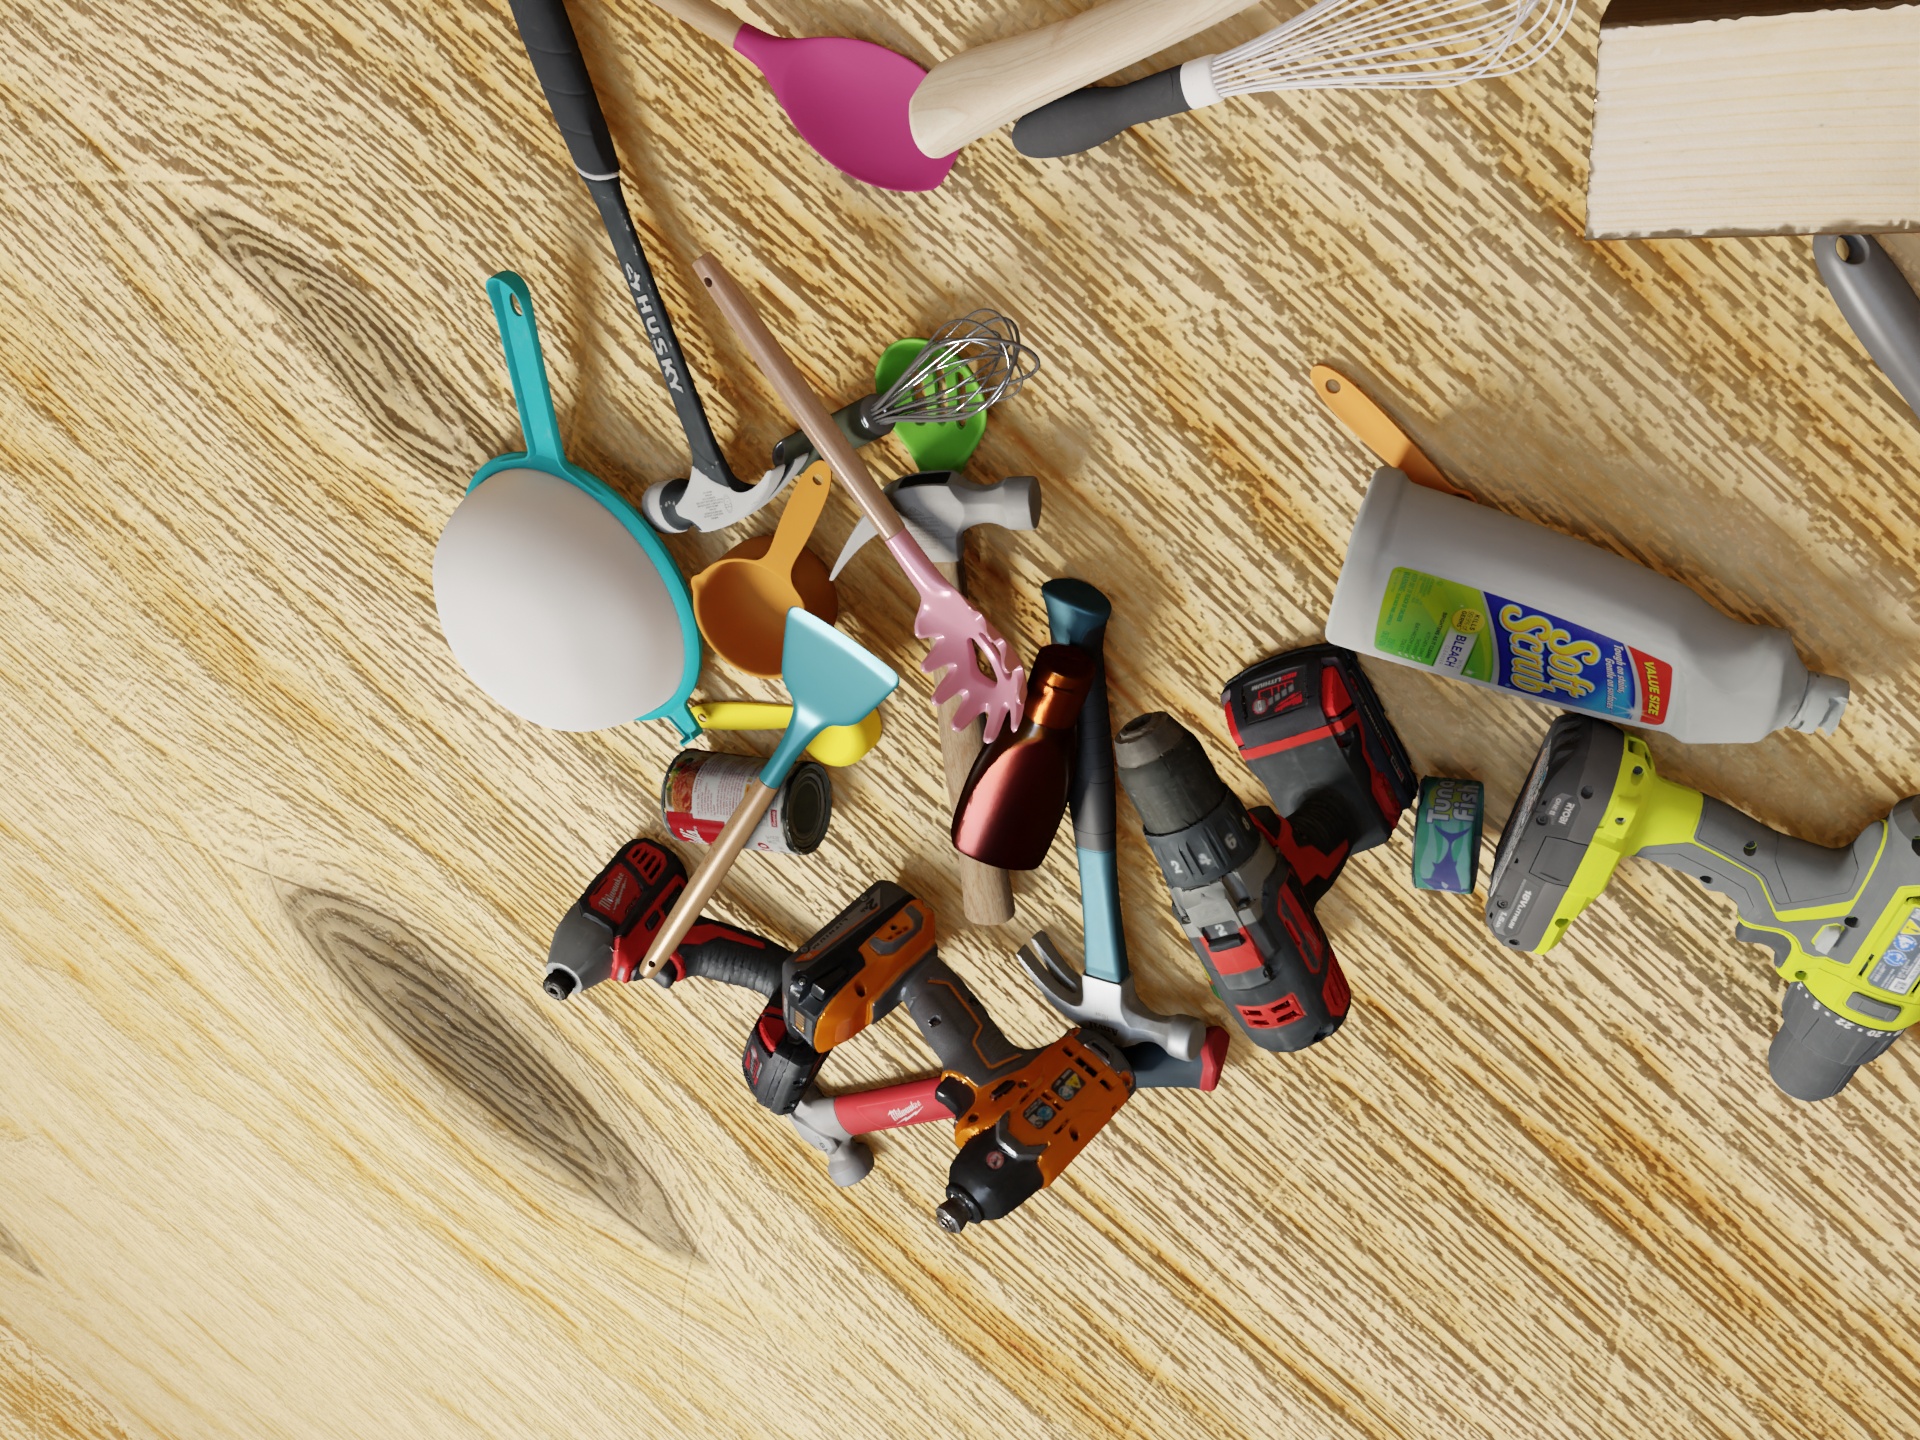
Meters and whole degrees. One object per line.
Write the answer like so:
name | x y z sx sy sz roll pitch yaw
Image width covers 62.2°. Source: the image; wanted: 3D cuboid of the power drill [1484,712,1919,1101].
power drill | 0.411 0.103 0.862 0.228 0.080 0.190 19 125 12

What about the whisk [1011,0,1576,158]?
whisk | 0.146 -0.315 0.758 0.285 0.070 0.070 -4 117 34

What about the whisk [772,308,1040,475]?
whisk | -0.041 -0.176 0.901 0.246 0.059 0.058 -10 73 55

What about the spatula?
spatula | -0.144 0.062 1.053 0.082 0.044 0.317 34 114 0

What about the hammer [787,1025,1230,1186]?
hammer | 0.019 0.260 1.178 0.386 0.038 0.143 -19 107 34

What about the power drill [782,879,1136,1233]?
power drill | -0.017 0.228 1.071 0.227 0.164 0.084 36 146 22

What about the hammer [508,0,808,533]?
hammer | -0.204 -0.305 0.934 0.149 0.036 0.408 1 118 46

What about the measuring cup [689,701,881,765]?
measuring cup | -0.130 0.004 1.101 0.156 0.029 0.062 1 119 24

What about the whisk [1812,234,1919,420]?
whisk | 0.454 -0.126 0.722 0.055 0.055 0.239 -31 97 37

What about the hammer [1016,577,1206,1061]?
hammer | 0.087 0.067 1.021 0.128 0.033 0.330 10 121 33

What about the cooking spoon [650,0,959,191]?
cooking spoon | -0.141 -0.384 0.859 0.319 0.017 0.068 30 117 -2

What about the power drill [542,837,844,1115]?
power drill | -0.193 0.189 1.175 0.220 0.143 0.078 28 136 6

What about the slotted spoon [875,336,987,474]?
slotted spoon | -0.010 -0.090 0.989 0.070 0.031 0.313 11 125 22

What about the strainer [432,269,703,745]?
strainer | -0.286 -0.116 1.034 0.211 0.095 0.340 20 135 24

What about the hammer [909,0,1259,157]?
hammer | 0.142 -0.337 0.713 0.411 0.146 0.038 -13 155 37

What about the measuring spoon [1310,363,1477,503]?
measuring spoon | 0.230 -0.148 0.843 0.117 0.011 0.021 44 139 1

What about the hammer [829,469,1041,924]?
hammer | -0.002 -0.003 1.009 0.130 0.031 0.331 2 124 15

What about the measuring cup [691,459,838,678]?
measuring cup | -0.106 -0.105 1.009 0.095 0.052 0.173 34 128 3

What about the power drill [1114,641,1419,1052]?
power drill | 0.162 0.041 0.851 0.080 0.227 0.187 -20 108 34

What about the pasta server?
pasta server | -0.056 -0.125 0.902 0.060 0.040 0.316 -24 107 40
